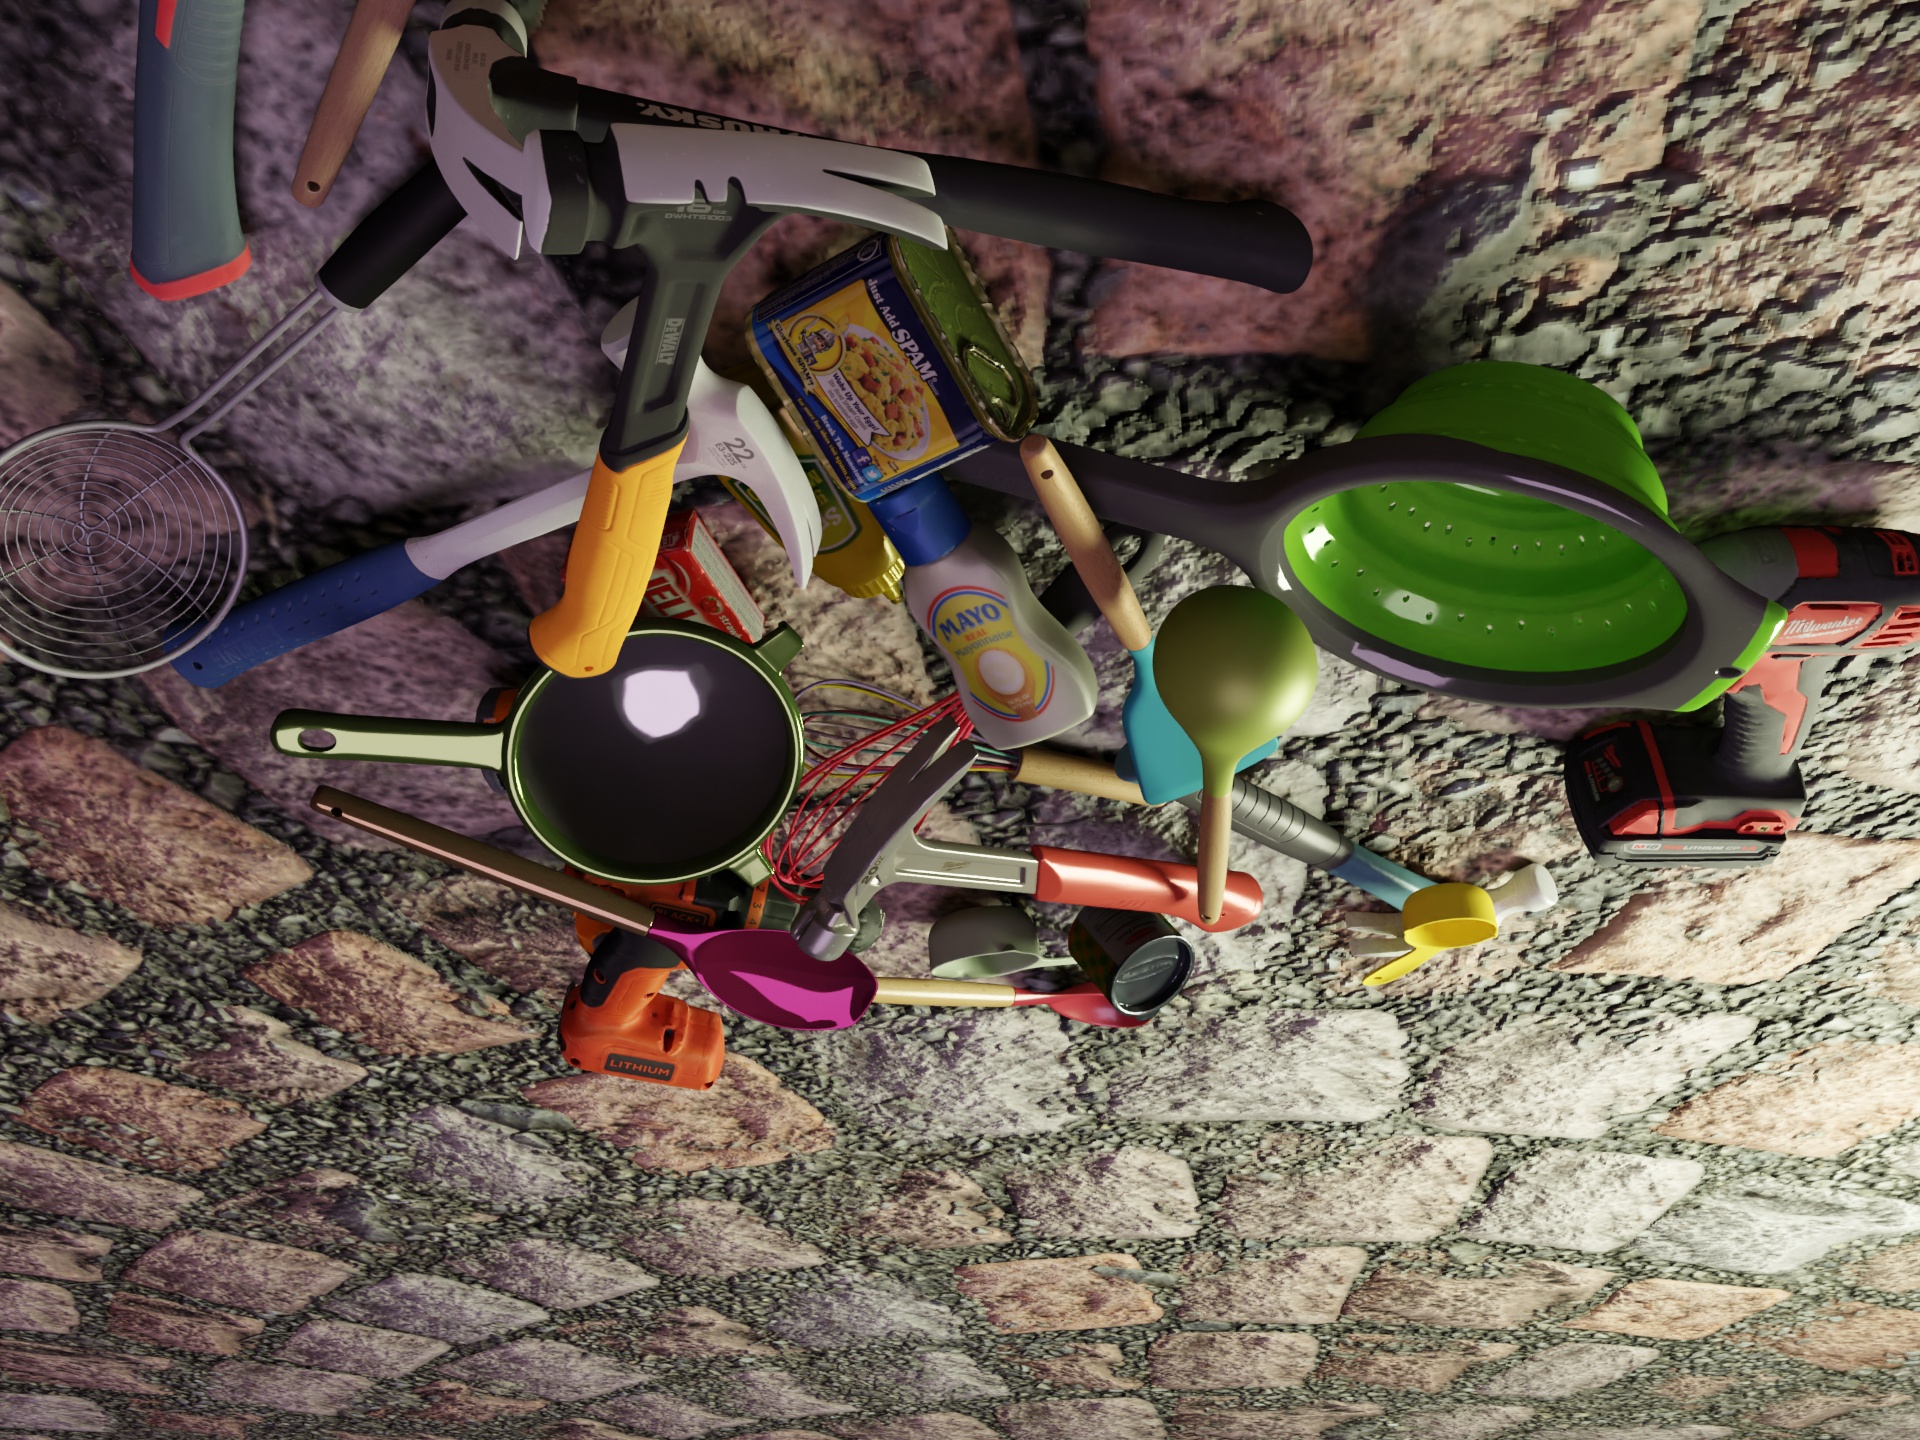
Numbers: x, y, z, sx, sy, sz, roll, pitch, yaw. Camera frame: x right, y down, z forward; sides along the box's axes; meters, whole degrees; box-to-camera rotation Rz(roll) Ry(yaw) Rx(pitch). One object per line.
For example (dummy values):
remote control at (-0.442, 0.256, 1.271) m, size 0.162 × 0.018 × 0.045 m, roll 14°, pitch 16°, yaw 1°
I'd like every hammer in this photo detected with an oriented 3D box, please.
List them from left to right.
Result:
hammer at (-0.264, -0.295, 0.521) m, size 0.143 × 0.038 × 0.386 m, roll 18°, pitch 140°, yaw -18°
hammer at (-0.247, -0.076, 0.767) m, size 0.405 × 0.035 × 0.143 m, roll -15°, pitch 135°, yaw 31°
hammer at (-0.116, -0.097, 0.606) m, size 0.127 × 0.034 × 0.336 m, roll -5°, pitch 159°, yaw -23°
hammer at (-0.023, -0.197, 0.587) m, size 0.334 × 0.146 × 0.035 m, roll 5°, pitch 130°, yaw -18°
hammer at (0.072, 0.084, 0.920) m, size 0.358 × 0.037 × 0.149 m, roll 12°, pitch 123°, yaw -46°
hammer at (0.227, 0.078, 0.993) m, size 0.330 × 0.033 × 0.128 m, roll 26°, pitch 136°, yaw -33°

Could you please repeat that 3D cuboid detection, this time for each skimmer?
skimmer at (-0.305, -0.133, 0.689) m, size 0.363 × 0.090 × 0.127 m, roll -27°, pitch 144°, yaw 30°

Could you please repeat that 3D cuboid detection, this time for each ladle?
ladle at (0.013, 0.192, 1.104) m, size 0.315 × 0.031 × 0.069 m, roll 11°, pitch 154°, yaw -38°
ladle at (0.141, 0.036, 0.852) m, size 0.078 × 0.062 × 0.319 m, roll 16°, pitch 155°, yaw 15°

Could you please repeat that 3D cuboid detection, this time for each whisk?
whisk at (-0.001, -0.003, 0.837) m, size 0.073 × 0.073 × 0.296 m, roll 32°, pitch 115°, yaw -34°
whisk at (0.011, 0.024, 0.931) m, size 0.245 × 0.047 × 0.051 m, roll 11°, pitch 140°, yaw -18°

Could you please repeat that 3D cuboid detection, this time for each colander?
colander at (0.158, -0.114, 0.717) m, size 0.397 × 0.094 × 0.204 m, roll 17°, pitch 160°, yaw 9°

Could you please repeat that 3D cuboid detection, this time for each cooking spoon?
cooking spoon at (-0.192, 0.100, 0.859) m, size 0.318 × 0.017 × 0.068 m, roll 24°, pitch 117°, yaw -17°

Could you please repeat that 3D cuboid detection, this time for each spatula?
spatula at (0.085, -0.044, 0.774) m, size 0.082 × 0.044 × 0.317 m, roll -25°, pitch 151°, yaw 9°

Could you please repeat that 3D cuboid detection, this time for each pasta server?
pasta server at (-0.177, -0.288, 0.541) m, size 0.060 × 0.040 × 0.316 m, roll 23°, pitch 142°, yaw -26°

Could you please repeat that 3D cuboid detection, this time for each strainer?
strainer at (-0.209, 0.003, 0.811) m, size 0.256 × 0.069 × 0.151 m, roll 4°, pitch 116°, yaw -13°

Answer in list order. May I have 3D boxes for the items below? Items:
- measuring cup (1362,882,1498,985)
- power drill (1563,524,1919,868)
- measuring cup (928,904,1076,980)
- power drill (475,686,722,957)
measuring cup at (0.297, 0.142, 1.042) m, size 0.062 × 0.029 × 0.156 m, roll 4°, pitch 155°, yaw -9°
power drill at (0.405, -0.014, 0.845) m, size 0.143 × 0.079 × 0.219 m, roll 1°, pitch 140°, yaw 0°
measuring cup at (0.055, 0.151, 1.109) m, size 0.167 × 0.038 × 0.083 m, roll 0°, pitch 158°, yaw -26°
power drill at (-0.177, 0.060, 0.955) m, size 0.164 × 0.084 × 0.226 m, roll -4°, pitch 139°, yaw 4°
